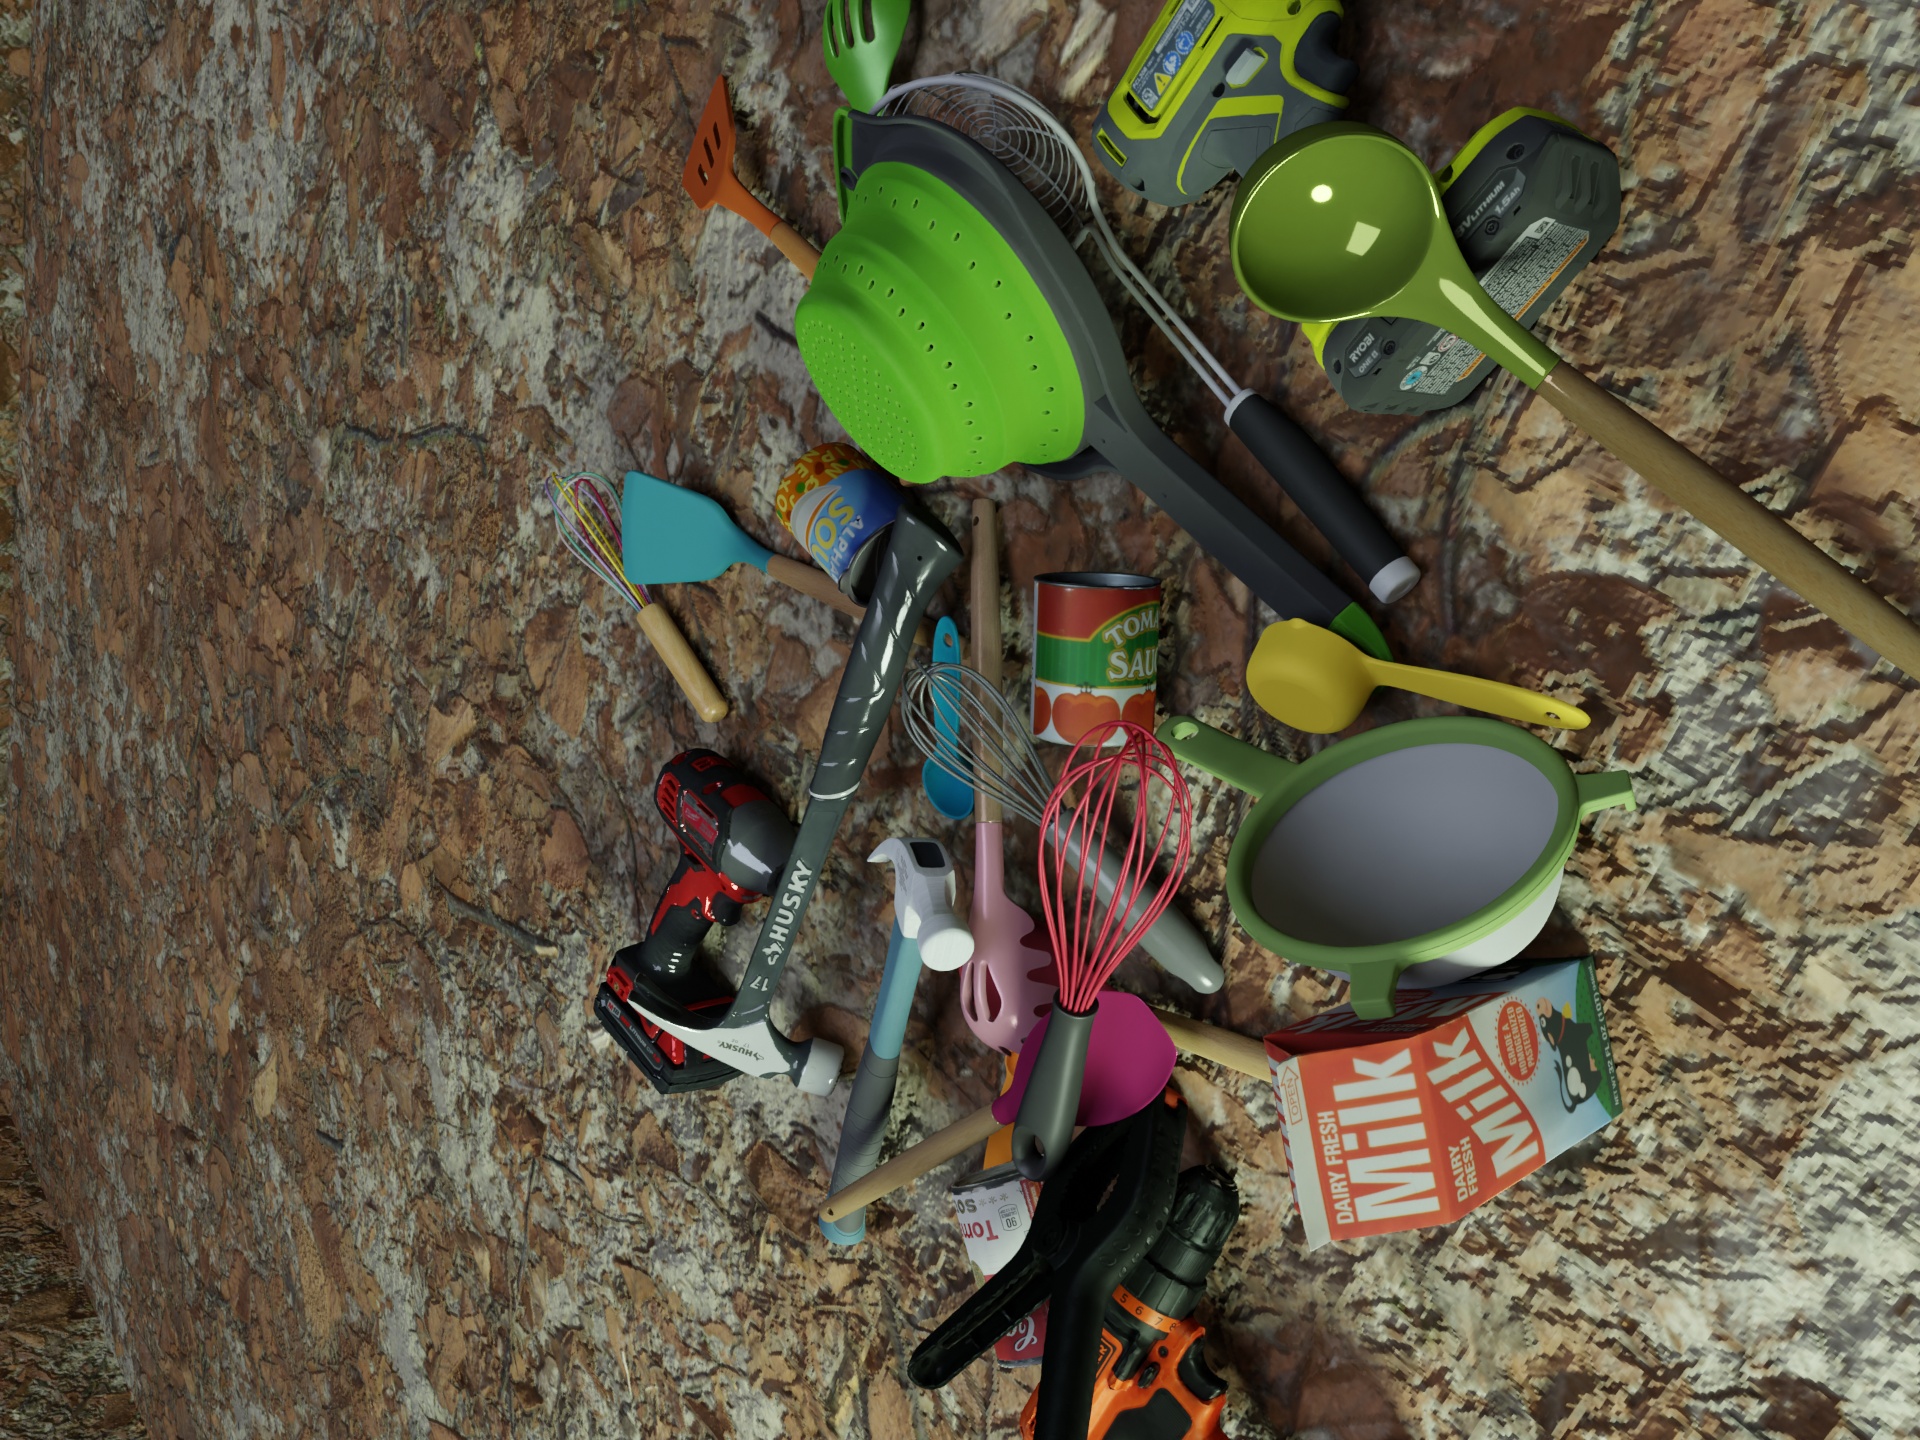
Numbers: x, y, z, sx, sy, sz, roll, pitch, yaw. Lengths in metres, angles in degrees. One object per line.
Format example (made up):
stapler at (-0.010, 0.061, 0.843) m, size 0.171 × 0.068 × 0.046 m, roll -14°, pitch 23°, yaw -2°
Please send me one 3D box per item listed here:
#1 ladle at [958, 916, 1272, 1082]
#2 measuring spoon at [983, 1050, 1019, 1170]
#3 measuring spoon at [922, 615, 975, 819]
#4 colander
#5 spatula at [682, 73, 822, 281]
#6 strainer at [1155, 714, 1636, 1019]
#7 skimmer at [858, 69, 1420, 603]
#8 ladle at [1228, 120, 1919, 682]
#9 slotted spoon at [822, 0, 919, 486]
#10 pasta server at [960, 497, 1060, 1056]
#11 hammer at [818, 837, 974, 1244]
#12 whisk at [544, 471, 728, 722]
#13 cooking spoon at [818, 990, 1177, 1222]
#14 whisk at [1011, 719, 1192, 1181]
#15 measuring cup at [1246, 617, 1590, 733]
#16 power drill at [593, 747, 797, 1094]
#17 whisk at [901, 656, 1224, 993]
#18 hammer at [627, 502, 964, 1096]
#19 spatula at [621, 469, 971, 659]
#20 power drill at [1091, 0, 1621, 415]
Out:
ladle at (0.122, 0.165, 0.837) m, size 0.316 × 0.031 × 0.069 m, roll 13°, pitch 101°, yaw 43°
measuring spoon at (0.029, 0.247, 0.961) m, size 0.021 × 0.011 × 0.116 m, roll 28°, pitch 119°, yaw 38°
measuring spoon at (-0.001, -0.003, 0.929) m, size 0.042 × 0.021 × 0.128 m, roll 21°, pitch 122°, yaw 38°
colander at (0.038, -0.133, 0.778) m, size 0.397 × 0.094 × 0.204 m, roll 45°, pitch 164°, yaw 17°
spatula at (-0.092, -0.292, 0.993) m, size 0.323 × 0.041 × 0.081 m, roll 48°, pitch 127°, yaw 25°
strainer at (0.173, 0.056, 0.730) m, size 0.069 × 0.151 × 0.257 m, roll 59°, pitch 166°, yaw -27°
skimmer at (0.079, -0.183, 0.780) m, size 0.364 × 0.090 × 0.127 m, roll 55°, pitch 160°, yaw 22°
ladle at (0.233, -0.107, 0.580) m, size 0.320 × 0.062 × 0.078 m, roll 40°, pitch 129°, yaw 7°
slotted spoon at (-0.044, -0.292, 0.921) m, size 0.070 × 0.031 × 0.314 m, roll -8°, pitch 88°, yaw 41°
pasta server at (0.020, 0.031, 0.898) m, size 0.060 × 0.040 × 0.316 m, roll -7°, pitch 80°, yaw 41°
hammer at (-0.049, 0.209, 0.981) m, size 0.128 × 0.033 × 0.330 m, roll -109°, pitch 27°, yaw -52°
whisk at (-0.236, -0.095, 1.167) m, size 0.245 × 0.051 × 0.047 m, roll 54°, pitch 151°, yaw 21°
cooking spoon at (0.008, 0.232, 0.909) m, size 0.319 × 0.017 × 0.069 m, roll -40°, pitch 84°, yaw 39°
whisk at (0.061, 0.124, 0.788) m, size 0.073 × 0.073 × 0.295 m, roll 38°, pitch 132°, yaw 36°
measuring cup at (0.194, -0.008, 0.697) m, size 0.157 × 0.062 × 0.029 m, roll 16°, pitch 63°, yaw 41°
power drill at (-0.175, 0.144, 1.112) m, size 0.143 × 0.078 × 0.219 m, roll 37°, pitch 119°, yaw 36°
whisk at (0.053, 0.054, 0.845) m, size 0.239 × 0.055 × 0.055 m, roll 46°, pitch 129°, yaw 10°
hammer at (-0.089, 0.055, 0.978) m, size 0.036 × 0.149 × 0.408 m, roll -83°, pitch 13°, yaw -64°
spatula at (-0.113, -0.090, 1.029) m, size 0.318 × 0.044 × 0.082 m, roll 25°, pitch 119°, yaw 40°
power drill at (0.170, -0.264, 0.684) m, size 0.190 × 0.080 × 0.229 m, roll -52°, pitch 57°, yaw 38°
